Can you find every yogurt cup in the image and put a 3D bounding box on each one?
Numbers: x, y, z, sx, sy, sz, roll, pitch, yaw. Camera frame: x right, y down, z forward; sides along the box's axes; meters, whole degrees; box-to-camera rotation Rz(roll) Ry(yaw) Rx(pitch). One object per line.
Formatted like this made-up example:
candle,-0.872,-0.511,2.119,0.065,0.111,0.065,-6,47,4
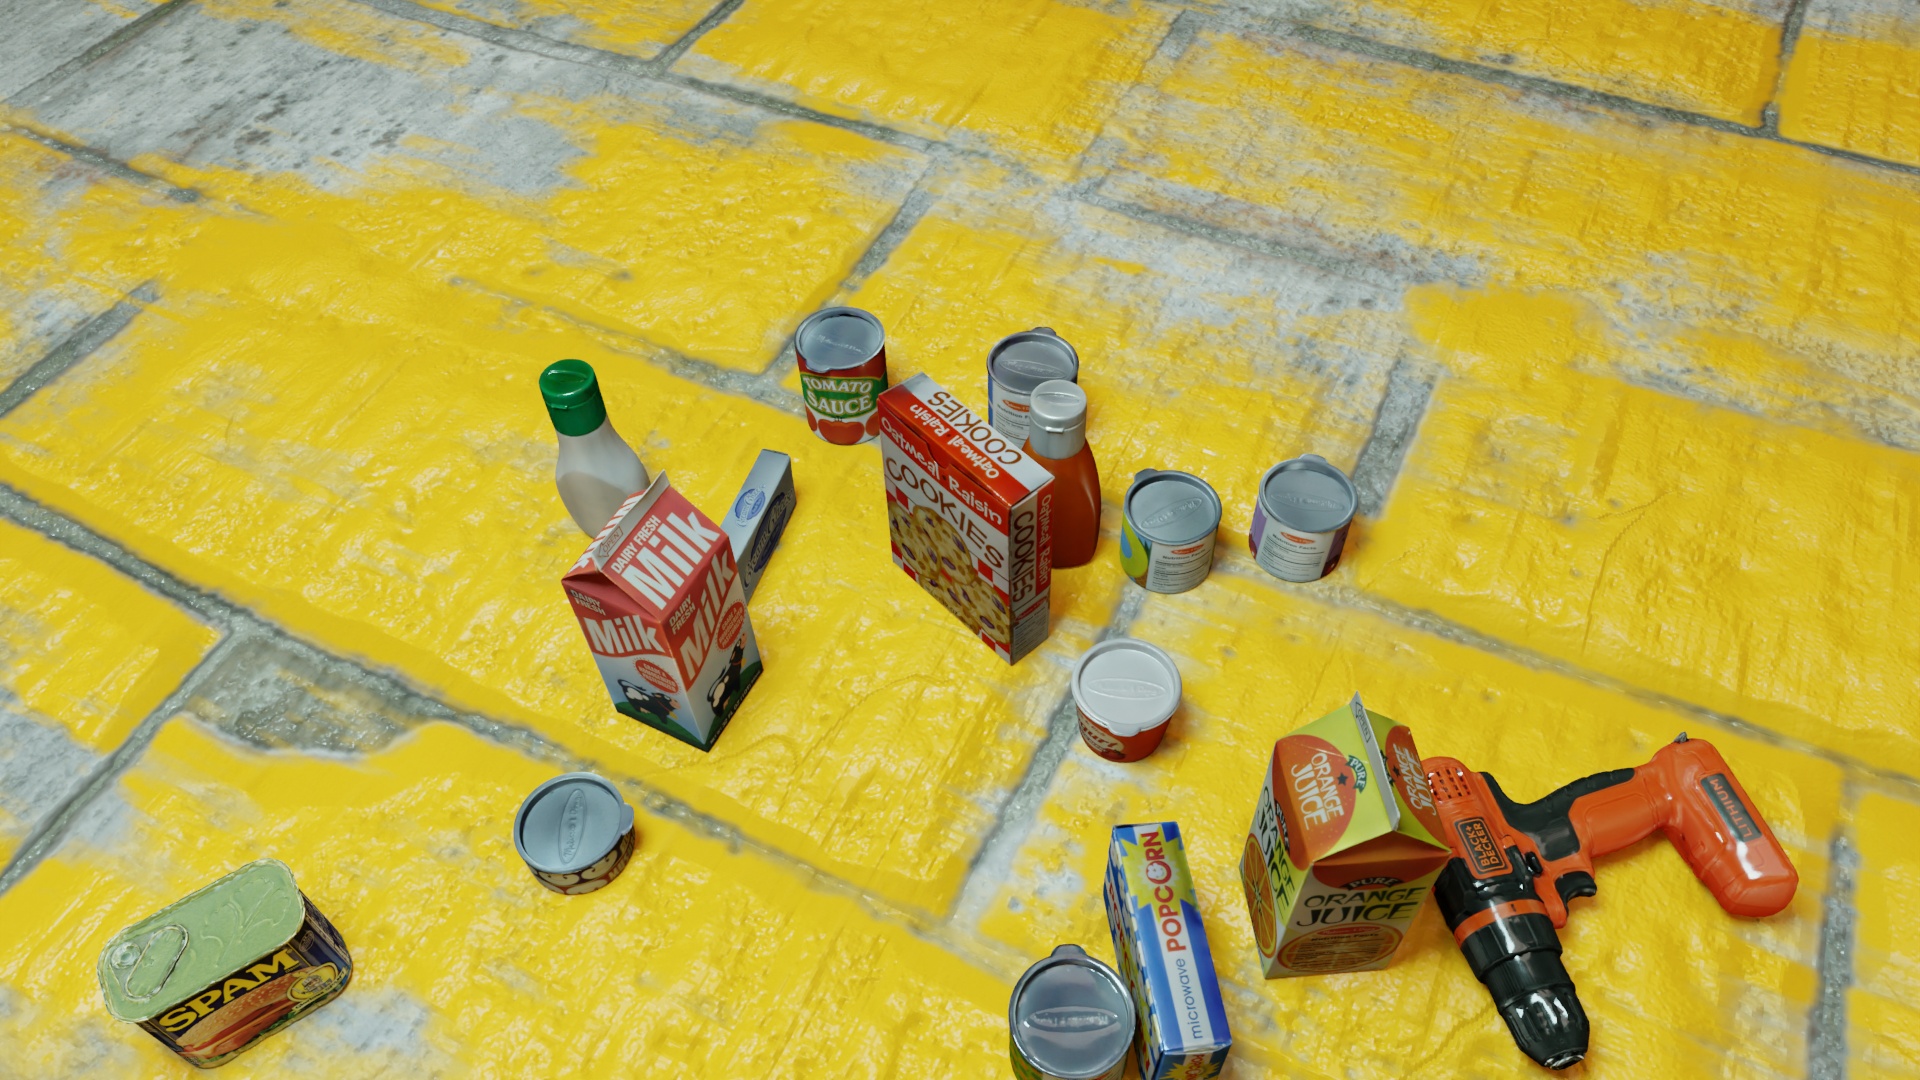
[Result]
yogurt cup,0.103,0.103,0.872,0.072,0.053,0.073,-1,51,1

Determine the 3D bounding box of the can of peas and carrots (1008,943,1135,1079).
can of peas and carrots,0.058,0.261,0.742,0.071,0.058,0.071,-1,51,1

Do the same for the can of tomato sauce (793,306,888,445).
can of tomato sauce,-0.087,-0.121,1.040,0.071,0.082,0.071,-1,51,1

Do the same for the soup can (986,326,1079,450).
soup can,0.053,-0.103,1.021,0.071,0.083,0.072,-1,51,1

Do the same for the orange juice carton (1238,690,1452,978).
orange juice carton,0.201,0.160,0.735,0.073,0.191,0.072,-5,51,-2

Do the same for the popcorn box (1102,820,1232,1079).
popcorn box,0.109,0.228,0.751,0.038,0.084,0.127,-7,51,-4

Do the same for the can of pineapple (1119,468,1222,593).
can of pineapple,0.143,-0.007,0.957,0.071,0.057,0.071,-1,51,1

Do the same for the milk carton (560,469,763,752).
milk carton,-0.180,0.042,0.842,0.073,0.189,0.073,20,55,17

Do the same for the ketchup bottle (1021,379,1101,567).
ketchup bottle,0.064,-0.042,0.930,0.065,0.148,0.044,6,52,7

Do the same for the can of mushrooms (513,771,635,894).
can of mushrooms,-0.229,0.176,0.835,0.071,0.033,0.071,-1,51,1

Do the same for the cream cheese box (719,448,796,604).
cream cheese box,-0.145,-0.008,0.969,0.024,0.053,0.104,13,53,12

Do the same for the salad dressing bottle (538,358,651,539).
salad dressing bottle,-0.253,-0.060,0.954,0.064,0.146,0.044,8,52,8

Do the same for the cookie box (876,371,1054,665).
cookie box,0.003,-0.011,0.895,0.040,0.166,0.123,-36,58,-24

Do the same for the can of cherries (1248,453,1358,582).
can of cherries,0.237,-0.015,0.961,0.071,0.058,0.072,-1,51,1
